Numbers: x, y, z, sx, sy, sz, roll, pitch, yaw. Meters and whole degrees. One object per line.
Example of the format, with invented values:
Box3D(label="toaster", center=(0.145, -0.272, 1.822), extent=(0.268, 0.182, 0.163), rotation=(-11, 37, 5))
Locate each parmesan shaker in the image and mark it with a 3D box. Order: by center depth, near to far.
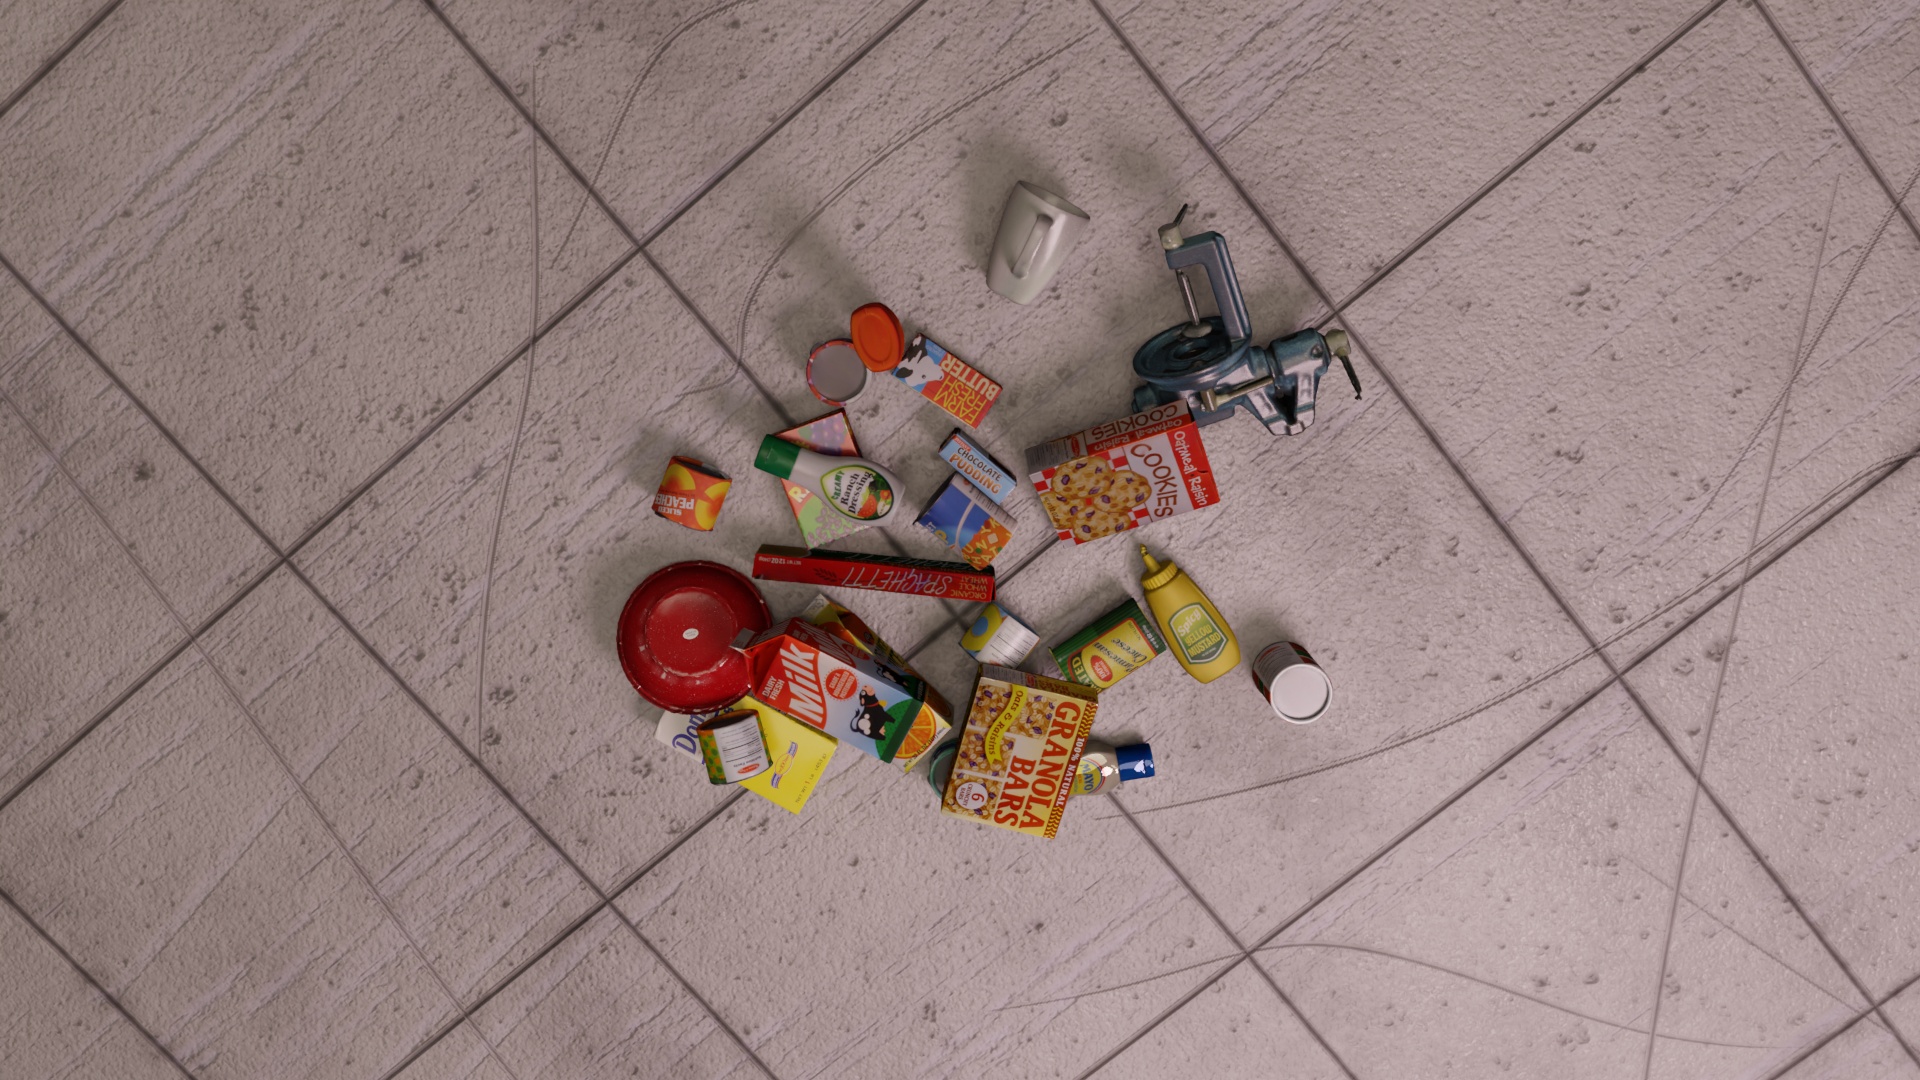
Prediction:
Box3D(label="parmesan shaker", center=(0.152, 0.111, 1.440), extent=(0.103, 0.071, 0.071), rotation=(-34, 99, 6))

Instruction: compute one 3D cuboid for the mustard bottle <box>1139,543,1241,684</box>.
Box3D(label="mustard bottle", center=(0.228, 0.071, 1.442), extent=(0.065, 0.049, 0.160), rotation=(-34, 99, 4))

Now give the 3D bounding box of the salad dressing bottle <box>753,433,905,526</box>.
Box3D(label="salad dressing bottle", center=(-0.130, -0.062, 1.379), extent=(0.148, 0.044, 0.064), rotation=(22, 98, -5))

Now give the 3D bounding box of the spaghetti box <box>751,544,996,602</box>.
Box3D(label="spaghetti box", center=(-0.087, 0.033, 1.434), extent=(0.250, 0.050, 0.028), rotation=(6, 102, -2))

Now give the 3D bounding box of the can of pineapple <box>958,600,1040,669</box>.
Box3D(label="can of pineapple", center=(0.040, 0.103, 1.438), extent=(0.071, 0.071, 0.058), rotation=(37, 92, -7))

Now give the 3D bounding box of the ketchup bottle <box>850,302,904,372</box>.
Box3D(label="ketchup bottle", center=(-0.077, -0.198, 1.342), extent=(0.043, 0.149, 0.064), rotation=(-17, 100, 3))

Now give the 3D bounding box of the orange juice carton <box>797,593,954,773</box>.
Box3D(label="orange juice carton", center=(-0.099, 0.144, 1.442), extent=(0.192, 0.073, 0.071), rotation=(44, 98, -7))

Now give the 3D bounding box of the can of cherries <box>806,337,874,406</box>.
Box3D(label="can of cherries", center=(-0.122, -0.170, 1.392), extent=(0.071, 0.058, 0.071), rotation=(0, 101, -1))

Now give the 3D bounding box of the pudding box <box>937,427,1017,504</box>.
Box3D(label="pudding box", center=(0.018, -0.076, 1.415), extent=(0.083, 0.050, 0.030), rotation=(40, 100, -7))

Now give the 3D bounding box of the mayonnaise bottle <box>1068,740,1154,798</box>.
Box3D(label="mayonnaise bottle", center=(0.130, 0.244, 1.477), extent=(0.148, 0.041, 0.064), rotation=(-9, 104, 2))

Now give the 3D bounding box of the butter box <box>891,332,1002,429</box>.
Box3D(label="butter box", center=(-0.013, -0.162, 1.412), extent=(0.103, 0.024, 0.053), rotation=(32, 99, -5))

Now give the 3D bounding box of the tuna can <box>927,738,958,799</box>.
Box3D(label="tuna can", center=(-0.003, 0.248, 1.481), extent=(0.071, 0.033, 0.071), rotation=(0, 100, -1))

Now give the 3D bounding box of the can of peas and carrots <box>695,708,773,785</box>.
Box3D(label="can of peas and carrots", center=(-0.231, 0.209, 1.412), extent=(0.071, 0.071, 0.058), rotation=(-14, 98, 2))

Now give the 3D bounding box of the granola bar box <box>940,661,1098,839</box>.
Box3D(label="granola bar box", center=(0.059, 0.215, 1.417), extent=(0.124, 0.039, 0.164), rotation=(14, 111, -5))

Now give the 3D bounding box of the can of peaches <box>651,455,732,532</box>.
Box3D(label="can of peaches", center=(-0.273, -0.048, 1.408), extent=(0.071, 0.071, 0.058), rotation=(23, 99, -4))

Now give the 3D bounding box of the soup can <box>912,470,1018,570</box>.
Box3D(label="soup can", center=(0.005, -0.018, 1.417), extent=(0.084, 0.071, 0.071), rotation=(39, 98, -7))

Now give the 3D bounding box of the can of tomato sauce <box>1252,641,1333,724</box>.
Box3D(label="can of tomato sauce", center=(0.345, 0.148, 1.439), extent=(0.071, 0.083, 0.071), rotation=(0, 100, 0))

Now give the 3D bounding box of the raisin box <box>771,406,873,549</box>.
Box3D(label="raisin box", center=(-0.137, -0.063, 1.422), extent=(0.086, 0.040, 0.123), rotation=(-20, 101, 4))

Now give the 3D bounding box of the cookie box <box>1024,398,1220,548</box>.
Box3D(label="cookie box", center=(0.162, -0.063, 1.378), extent=(0.167, 0.040, 0.122), rotation=(-17, 138, 12))

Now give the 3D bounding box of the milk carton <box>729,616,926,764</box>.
Box3D(label="milk carton", center=(-0.135, 0.137, 1.366), extent=(0.190, 0.072, 0.073), rotation=(27, 100, -3))
